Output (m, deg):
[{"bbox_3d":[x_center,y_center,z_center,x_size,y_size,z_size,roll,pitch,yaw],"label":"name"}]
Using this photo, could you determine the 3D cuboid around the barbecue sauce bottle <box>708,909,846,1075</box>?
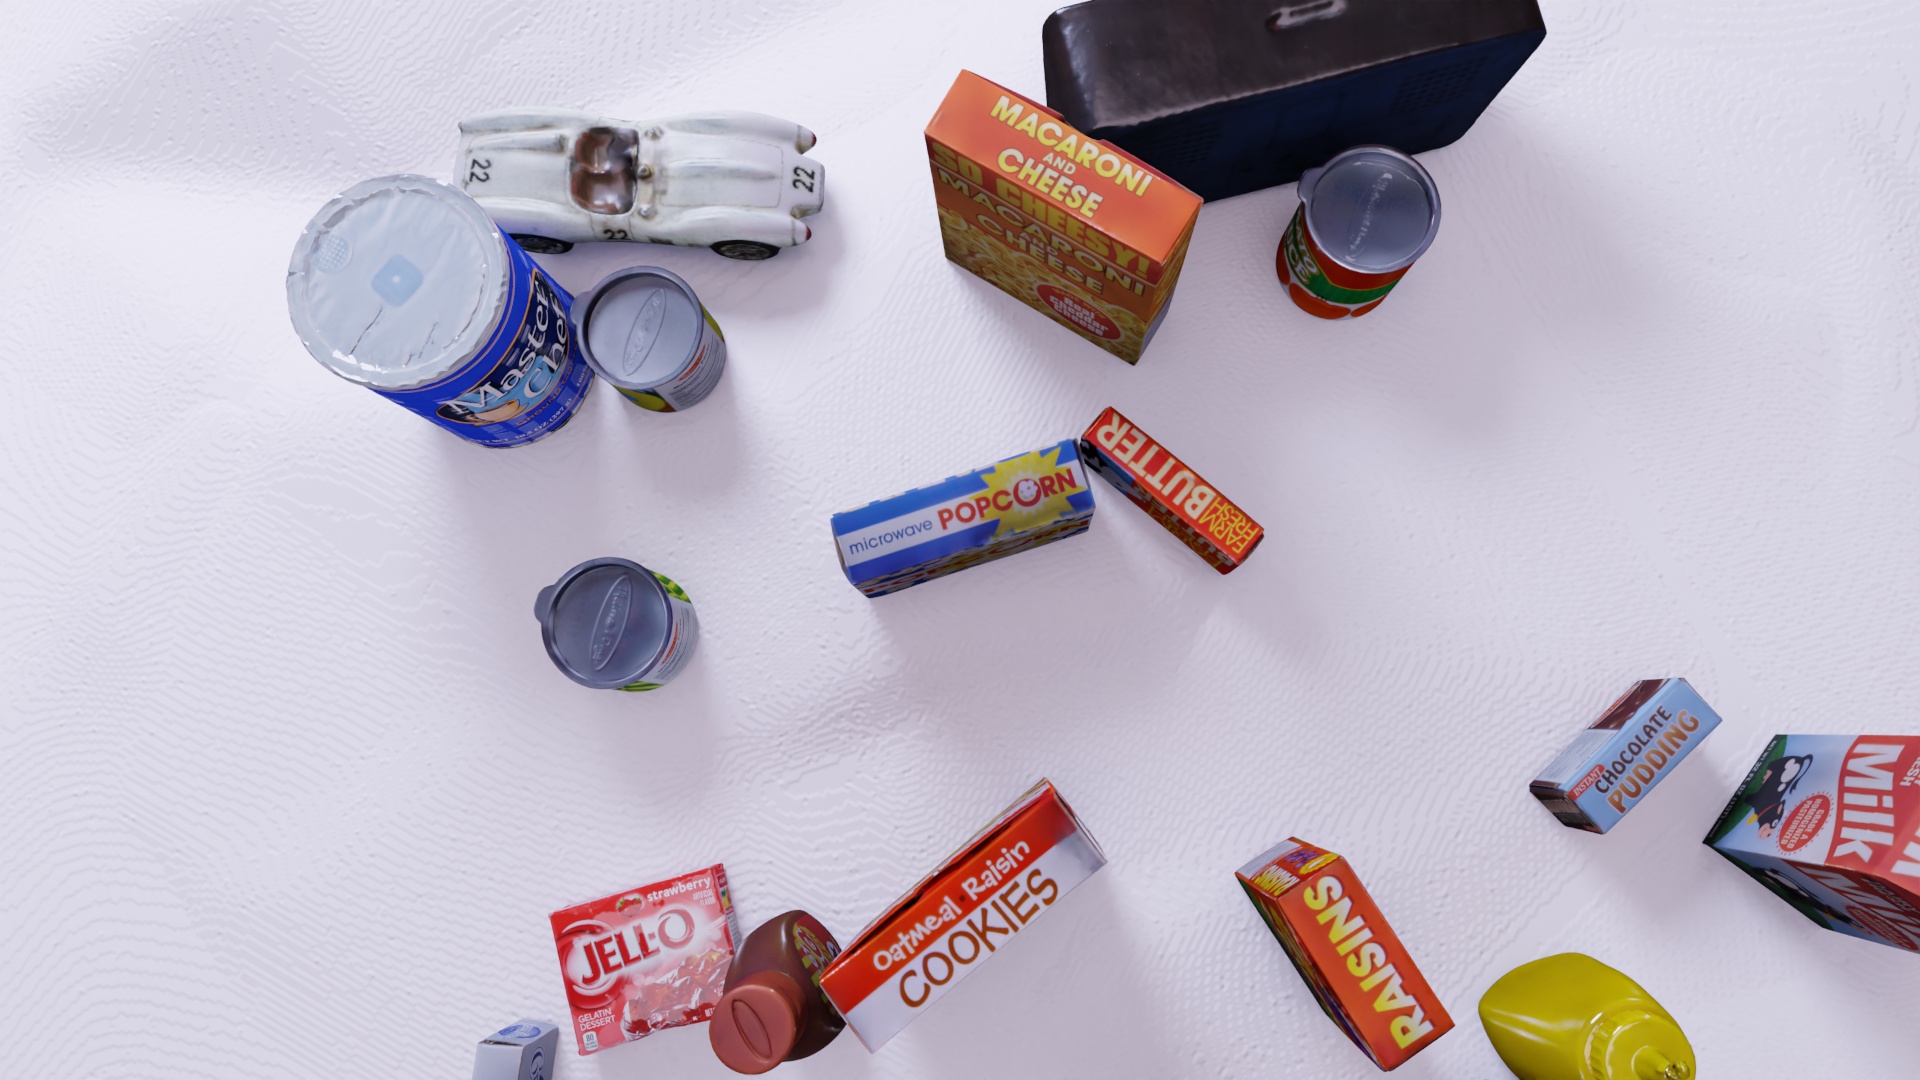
[{"bbox_3d":[-0.083,0.211,0.641,0.044,0.148,0.065,-31,82,-2],"label":"barbecue sauce bottle"}]

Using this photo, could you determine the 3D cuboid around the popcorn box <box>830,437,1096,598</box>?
[{"bbox_3d":[0.003,-0.009,0.703,0.127,0.085,0.038,-18,82,0],"label":"popcorn box"}]

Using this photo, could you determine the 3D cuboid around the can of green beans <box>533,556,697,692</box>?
[{"bbox_3d":[-0.174,0.044,0.716,0.071,0.057,0.071,0,82,3],"label":"can of green beans"}]

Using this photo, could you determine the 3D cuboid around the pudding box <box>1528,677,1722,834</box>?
[{"bbox_3d":[0.329,0.106,0.689,0.084,0.049,0.030,-43,82,-4],"label":"pudding box"}]

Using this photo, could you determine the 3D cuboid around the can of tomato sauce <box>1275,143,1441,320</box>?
[{"bbox_3d":[0.201,-0.157,0.718,0.071,0.083,0.071,0,82,3],"label":"can of tomato sauce"}]

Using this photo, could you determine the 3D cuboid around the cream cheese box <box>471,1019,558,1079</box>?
[{"bbox_3d":[-0.224,0.294,0.682,0.024,0.053,0.104,5,82,3],"label":"cream cheese box"}]

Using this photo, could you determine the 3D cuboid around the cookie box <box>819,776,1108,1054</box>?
[{"bbox_3d":[0.004,0.162,0.635,0.123,0.167,0.040,-39,82,-3],"label":"cookie box"}]

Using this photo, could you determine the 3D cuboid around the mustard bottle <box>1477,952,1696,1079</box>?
[{"bbox_3d":[0.283,0.223,0.617,0.065,0.160,0.049,-30,82,-2],"label":"mustard bottle"}]

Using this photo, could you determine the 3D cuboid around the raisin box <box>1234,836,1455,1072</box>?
[{"bbox_3d":[0.173,0.187,0.646,0.040,0.123,0.086,-32,82,-2],"label":"raisin box"}]

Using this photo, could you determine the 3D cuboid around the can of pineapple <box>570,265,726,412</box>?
[{"bbox_3d":[-0.164,-0.107,0.738,0.071,0.058,0.071,0,82,3],"label":"can of pineapple"}]

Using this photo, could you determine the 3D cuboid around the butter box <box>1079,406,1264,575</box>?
[{"bbox_3d":[0.107,-0.025,0.717,0.103,0.053,0.024,40,85,7],"label":"butter box"}]

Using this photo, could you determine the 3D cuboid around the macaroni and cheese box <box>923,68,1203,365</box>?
[{"bbox_3d":[0.048,-0.153,0.681,0.124,0.166,0.040,31,84,6],"label":"macaroni and cheese box"}]

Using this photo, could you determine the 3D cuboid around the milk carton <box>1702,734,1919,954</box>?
[{"bbox_3d":[0.419,0.134,0.609,0.073,0.190,0.072,36,85,7],"label":"milk carton"}]
